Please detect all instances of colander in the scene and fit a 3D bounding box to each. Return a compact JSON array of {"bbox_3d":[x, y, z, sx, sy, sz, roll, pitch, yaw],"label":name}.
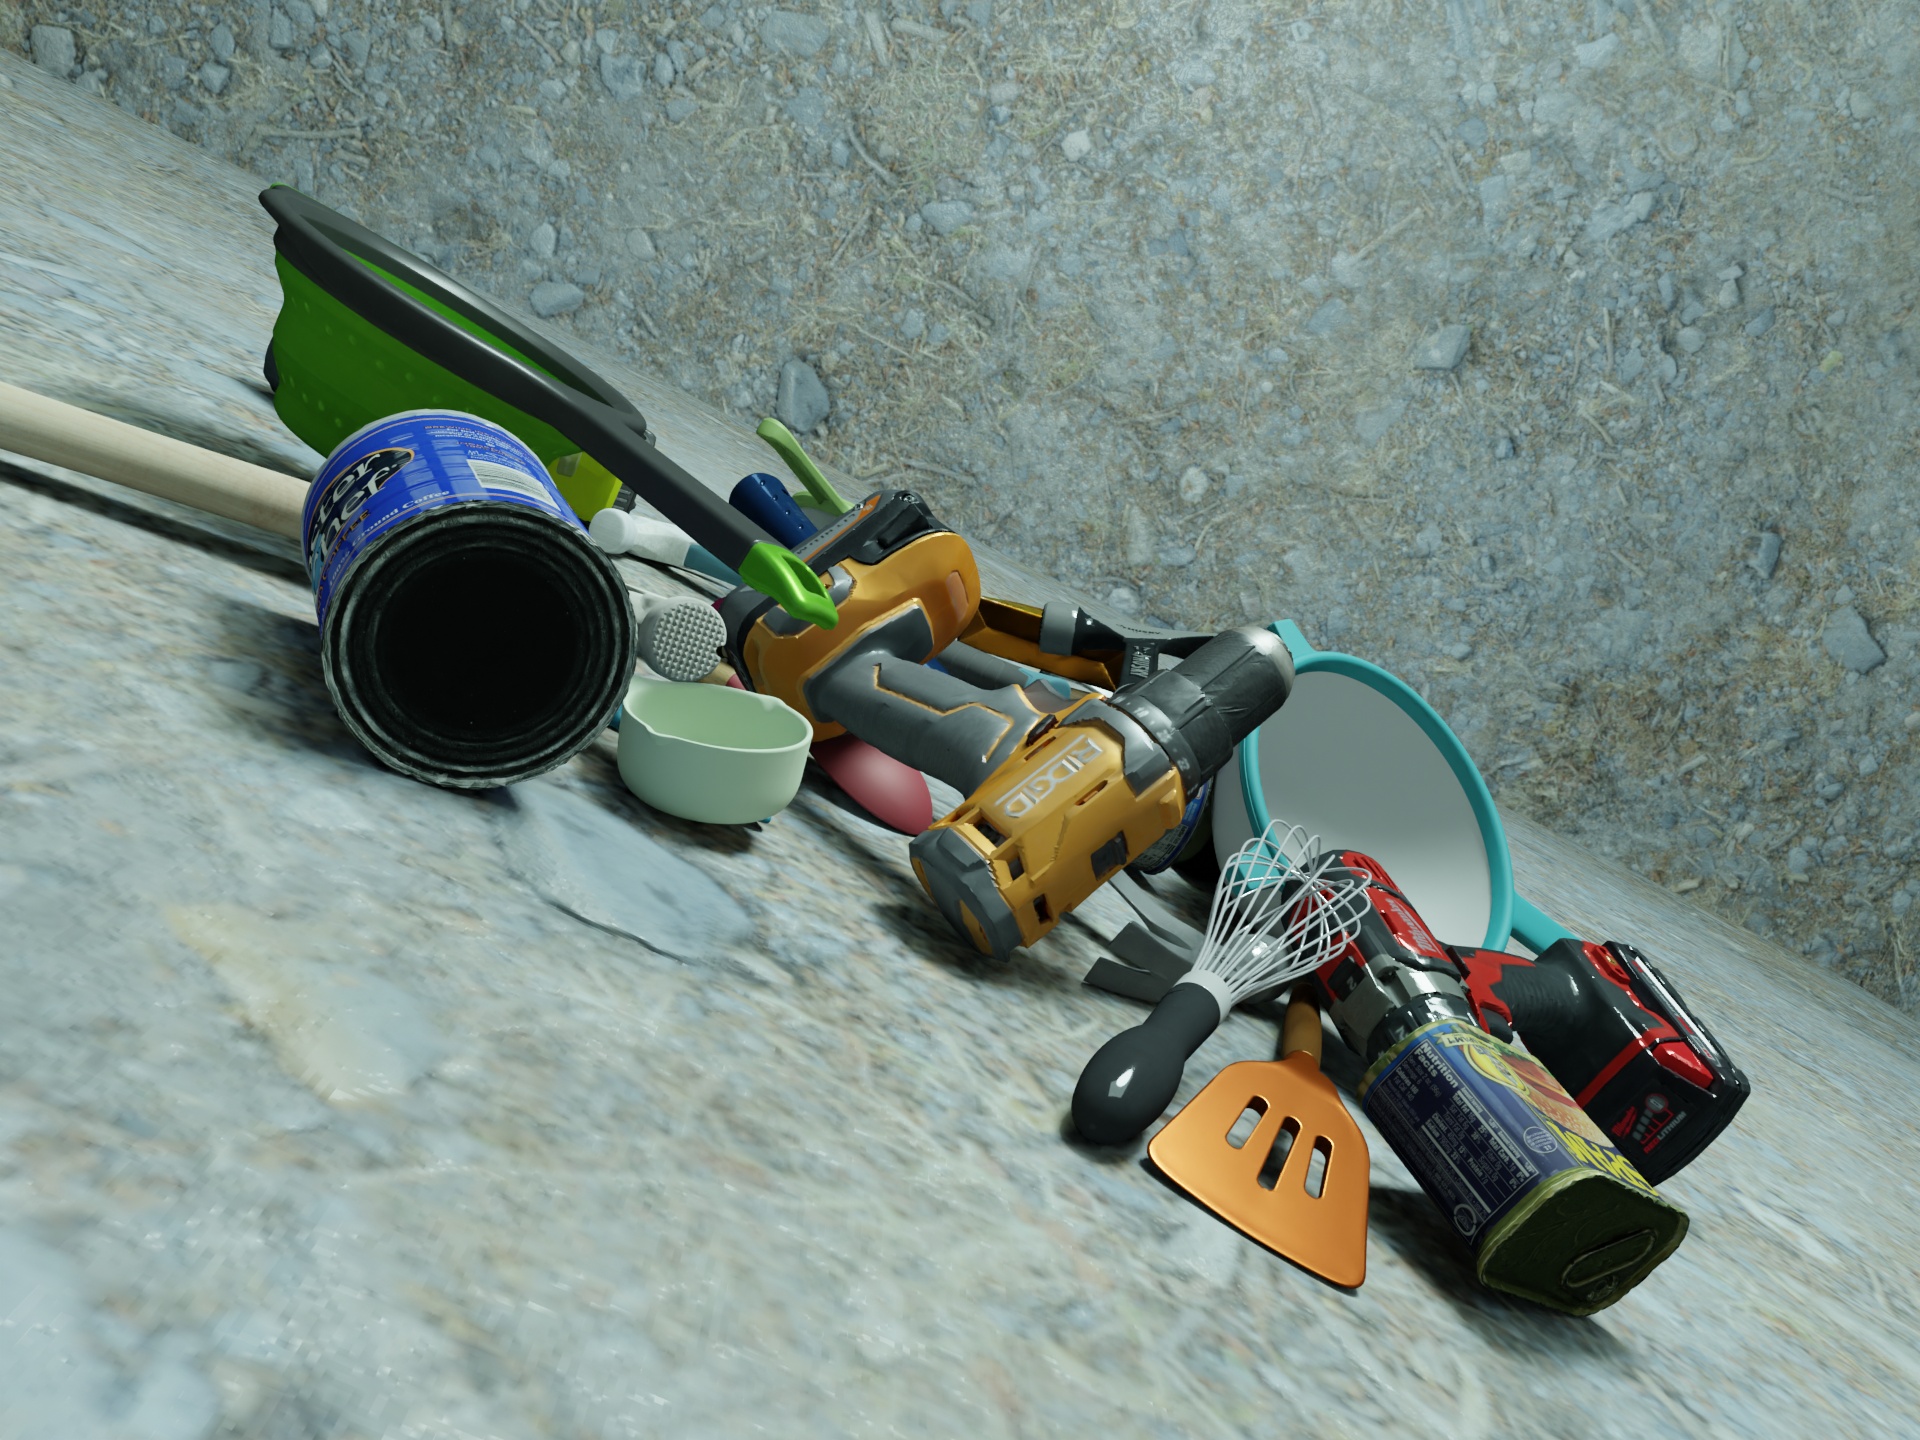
[{"bbox_3d":[-0.210,-0.120,0.742,0.397,0.094,0.204,38,9,30],"label":"colander"}]

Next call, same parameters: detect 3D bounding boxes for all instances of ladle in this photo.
[{"bbox_3d":[-0.138,-0.029,0.837,0.316,0.031,0.069,30,10,24],"label":"ladle"}]

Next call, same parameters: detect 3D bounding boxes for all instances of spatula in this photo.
[{"bbox_3d":[0.137,0.148,0.667,0.081,0.041,0.322,30,6,11],"label":"spatula"}]

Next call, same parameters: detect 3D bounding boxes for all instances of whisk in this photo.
[{"bbox_3d":[0.104,0.102,0.635,0.070,0.070,0.284,31,24,18],"label":"whisk"}]

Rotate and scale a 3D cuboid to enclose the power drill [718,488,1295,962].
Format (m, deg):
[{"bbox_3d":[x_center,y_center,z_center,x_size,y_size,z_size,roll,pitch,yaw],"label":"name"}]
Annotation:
[{"bbox_3d":[0.018,-0.019,0.711,0.226,0.185,0.084,41,-19,38],"label":"power drill"}]

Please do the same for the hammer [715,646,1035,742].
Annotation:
[{"bbox_3d":[0.004,0.010,0.980,0.146,0.035,0.334,33,11,35],"label":"hammer"}]

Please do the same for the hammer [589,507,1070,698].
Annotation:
[{"bbox_3d":[-0.082,-0.071,1.075,0.331,0.033,0.128,22,7,15],"label":"hammer"}]

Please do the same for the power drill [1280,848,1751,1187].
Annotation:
[{"bbox_3d":[0.272,0.160,0.767,0.226,0.080,0.188,20,27,-26],"label":"power drill"}]

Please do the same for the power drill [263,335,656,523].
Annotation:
[{"bbox_3d":[-0.320,-0.192,1.055,0.171,0.080,0.223,33,15,32],"label":"power drill"}]

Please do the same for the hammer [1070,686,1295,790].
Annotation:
[{"bbox_3d":[0.080,-0.009,1.099,0.331,0.031,0.130,19,2,34],"label":"hammer"}]

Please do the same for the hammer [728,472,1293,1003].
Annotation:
[{"bbox_3d":[-0.001,-0.003,0.820,0.406,0.035,0.144,46,19,29],"label":"hammer"}]

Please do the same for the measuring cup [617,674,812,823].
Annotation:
[{"bbox_3d":[-0.139,0.001,0.656,0.168,0.038,0.083,18,18,24],"label":"measuring cup"}]

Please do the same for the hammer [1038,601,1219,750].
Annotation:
[{"bbox_3d":[0.105,-0.013,0.905,0.149,0.036,0.409,9,14,5],"label":"hammer"}]

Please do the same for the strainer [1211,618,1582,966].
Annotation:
[{"bbox_3d":[0.268,0.105,0.953,0.340,0.095,0.211,33,49,-19],"label":"strainer"}]

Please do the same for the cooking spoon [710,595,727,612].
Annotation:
[{"bbox_3d":[-0.066,-0.068,0.972,0.069,0.017,0.319,24,17,13],"label":"cooking spoon"}]

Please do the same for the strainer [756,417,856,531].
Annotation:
[{"bbox_3d":[-0.097,-0.123,1.151,0.152,0.069,0.256,26,-12,29],"label":"strainer"}]

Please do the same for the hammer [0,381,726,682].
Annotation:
[{"bbox_3d":[-0.307,-0.097,0.673,0.410,0.038,0.146,18,1,-31],"label":"hammer"}]

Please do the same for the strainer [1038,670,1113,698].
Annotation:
[{"bbox_3d":[0.124,0.023,1.221,0.086,0.050,0.259,12,23,-33],"label":"strainer"}]

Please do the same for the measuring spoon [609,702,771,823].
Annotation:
[{"bbox_3d":[-0.125,0.006,0.693,0.129,0.021,0.042,31,11,29],"label":"measuring spoon"}]
